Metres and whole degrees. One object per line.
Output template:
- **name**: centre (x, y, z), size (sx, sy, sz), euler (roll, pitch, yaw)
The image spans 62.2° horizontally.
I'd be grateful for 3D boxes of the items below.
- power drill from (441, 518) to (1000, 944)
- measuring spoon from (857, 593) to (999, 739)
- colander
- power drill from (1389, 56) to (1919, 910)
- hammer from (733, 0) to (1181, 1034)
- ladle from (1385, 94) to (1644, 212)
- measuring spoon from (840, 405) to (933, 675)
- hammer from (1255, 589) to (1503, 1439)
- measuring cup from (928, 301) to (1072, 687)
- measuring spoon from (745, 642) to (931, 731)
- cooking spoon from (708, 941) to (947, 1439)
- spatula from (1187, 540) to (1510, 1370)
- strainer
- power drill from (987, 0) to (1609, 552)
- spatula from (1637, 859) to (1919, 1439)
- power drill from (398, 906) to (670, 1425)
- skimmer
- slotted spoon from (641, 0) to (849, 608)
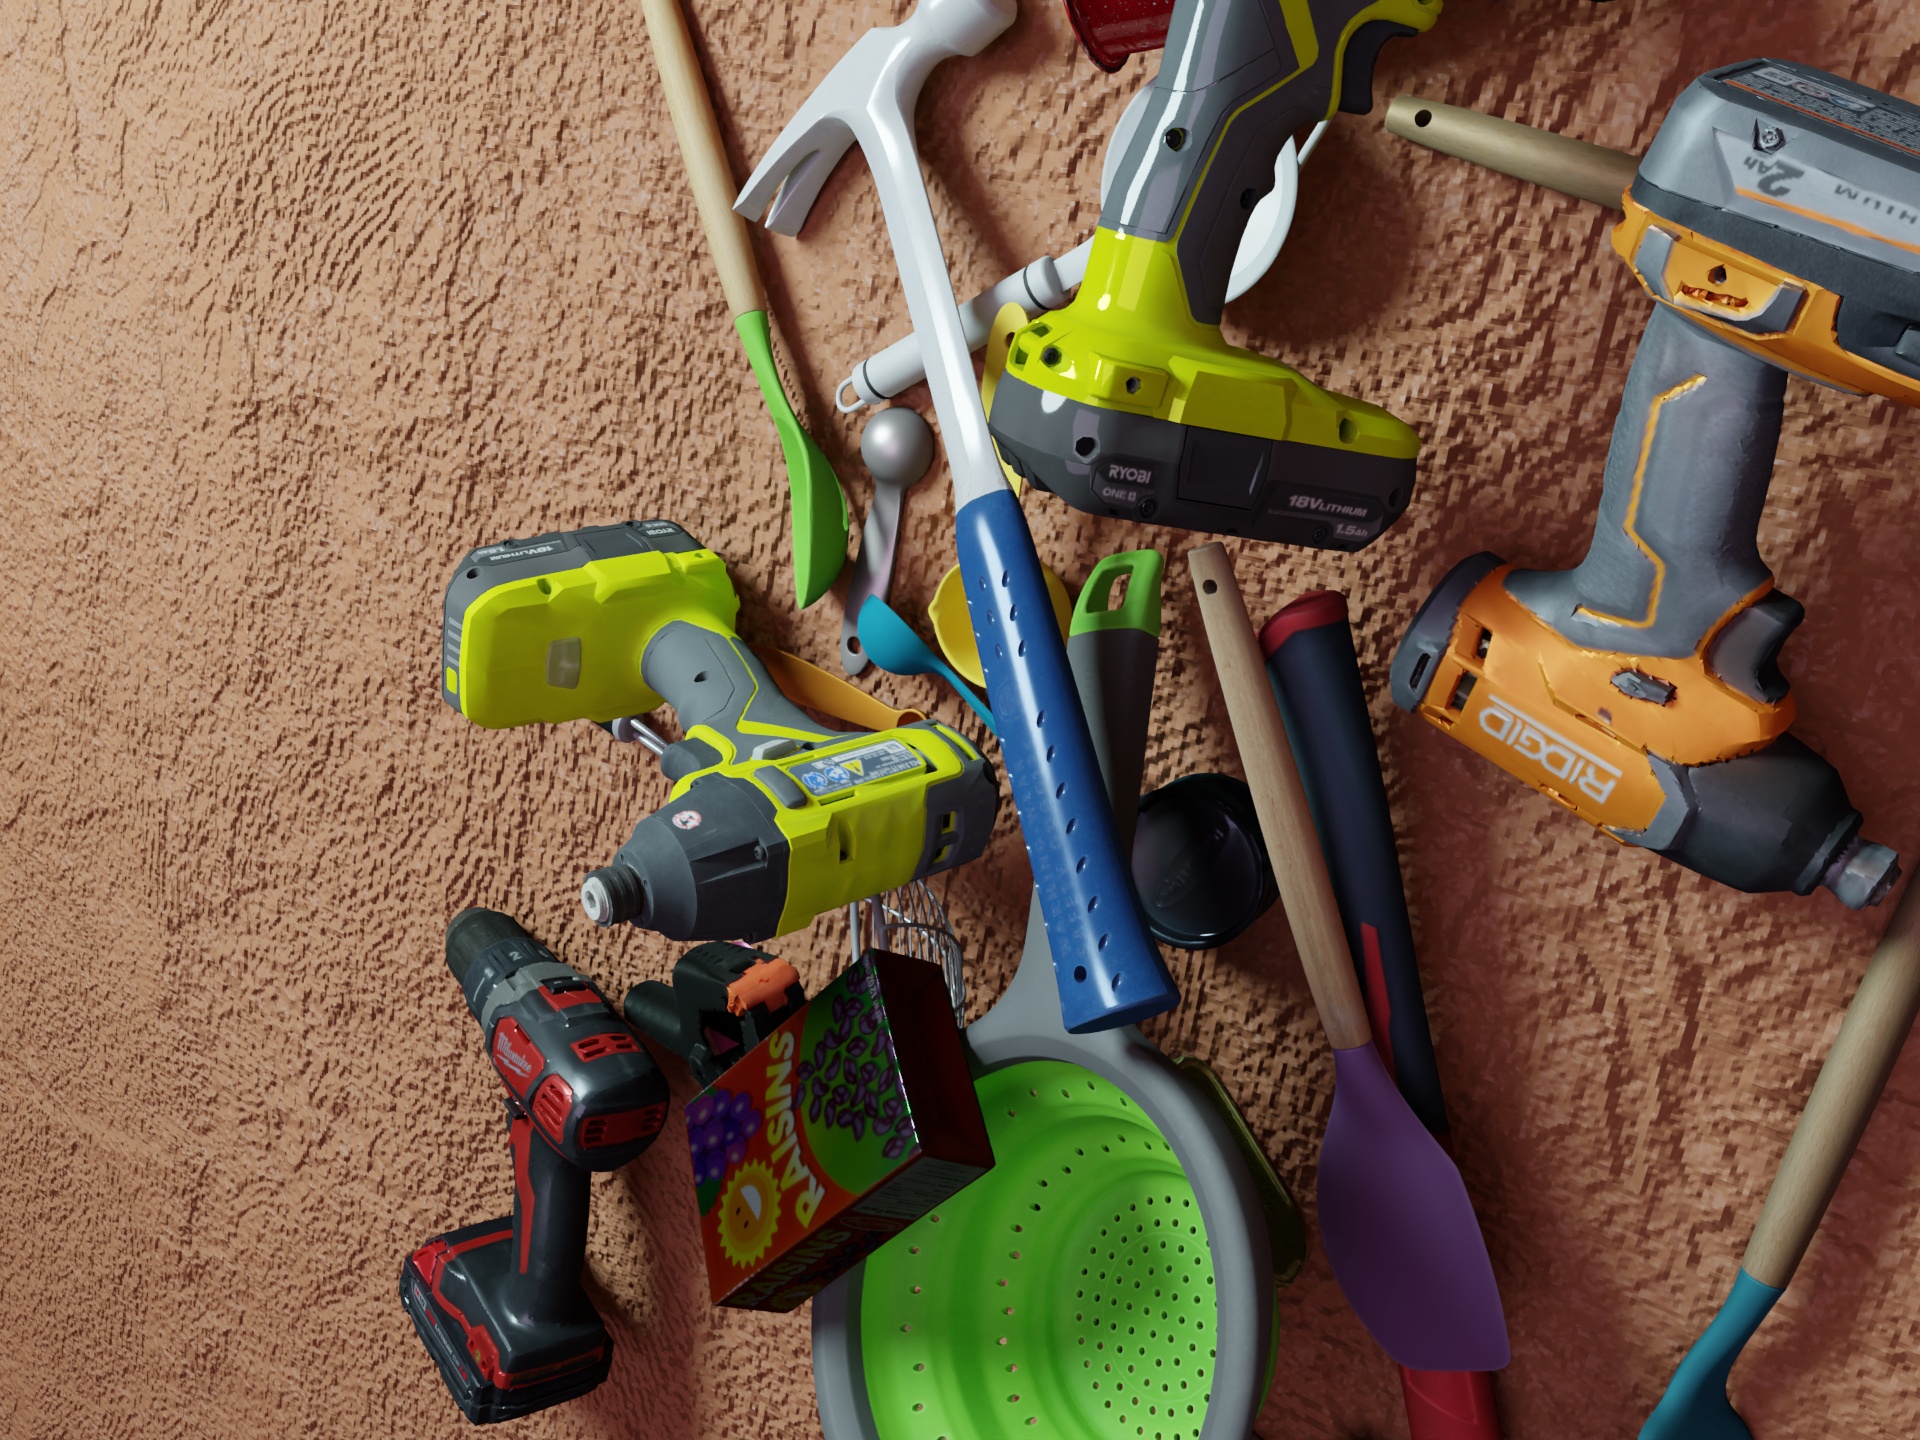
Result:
- **power drill**: centre (-0.116, 0.003, 0.655), size (0.223, 0.171, 0.080), euler (38, 129, 37)
- **measuring spoon**: centre (-0.001, -0.002, 0.680), size (0.021, 0.042, 0.129), euler (-43, 82, -3)
- **colander**: centre (0.059, 0.135, 0.592), size (0.204, 0.094, 0.397), euler (-5, 71, 46)
- **power drill**: centre (0.237, -0.054, 0.467), size (0.164, 0.084, 0.226), euler (37, 135, 27)
- **hammer**: centre (0.003, -0.086, 0.589), size (0.144, 0.035, 0.406), euler (-29, 65, 36)
- **ladle**: centre (0.270, -0.142, 0.474), size (0.320, 0.062, 0.078), euler (30, 106, 26)
- **measuring spoon**: centre (-0.040, -0.076, 0.699), size (0.034, 0.018, 0.124), euler (23, 112, 26)
- **hammer**: centre (0.175, 0.141, 0.584), size (0.143, 0.038, 0.386), euler (-7, 101, 31)
- **measuring cup**: centre (0.022, -0.090, 0.645), size (0.062, 0.029, 0.156), euler (14, 112, 29)
- **measuring spoon**: centre (-0.058, -0.013, 0.731), size (0.117, 0.011, 0.021), euler (23, 114, 30)
- **cooking spoon**: centre (-0.049, 0.255, 0.775), size (0.068, 0.017, 0.319), euler (-32, 82, 34)
- **spatula**: centre (0.129, 0.090, 0.562), size (0.060, 0.018, 0.316), euler (-13, 99, 31)
- **strainer**: centre (0.041, -0.175, 0.617), size (0.258, 0.050, 0.087), euler (-20, 86, 39)
- **power drill**: centre (0.110, -0.174, 0.486), size (0.080, 0.190, 0.228), euler (-123, 42, -62)
- **spatula**: centre (0.289, 0.171, 0.532), size (0.044, 0.082, 0.317), euler (-135, 56, -62)
- **power drill**: centre (-0.234, 0.226, 0.839), size (0.188, 0.080, 0.226), euler (35, 117, 43)
- **skimmer**: centre (-0.135, 0.047, 0.742), size (0.363, 0.090, 0.127), euler (33, 143, 24)
- **slotted spoon**: centre (-0.099, -0.203, 0.699), size (0.070, 0.031, 0.314), euler (152, 102, -77)
